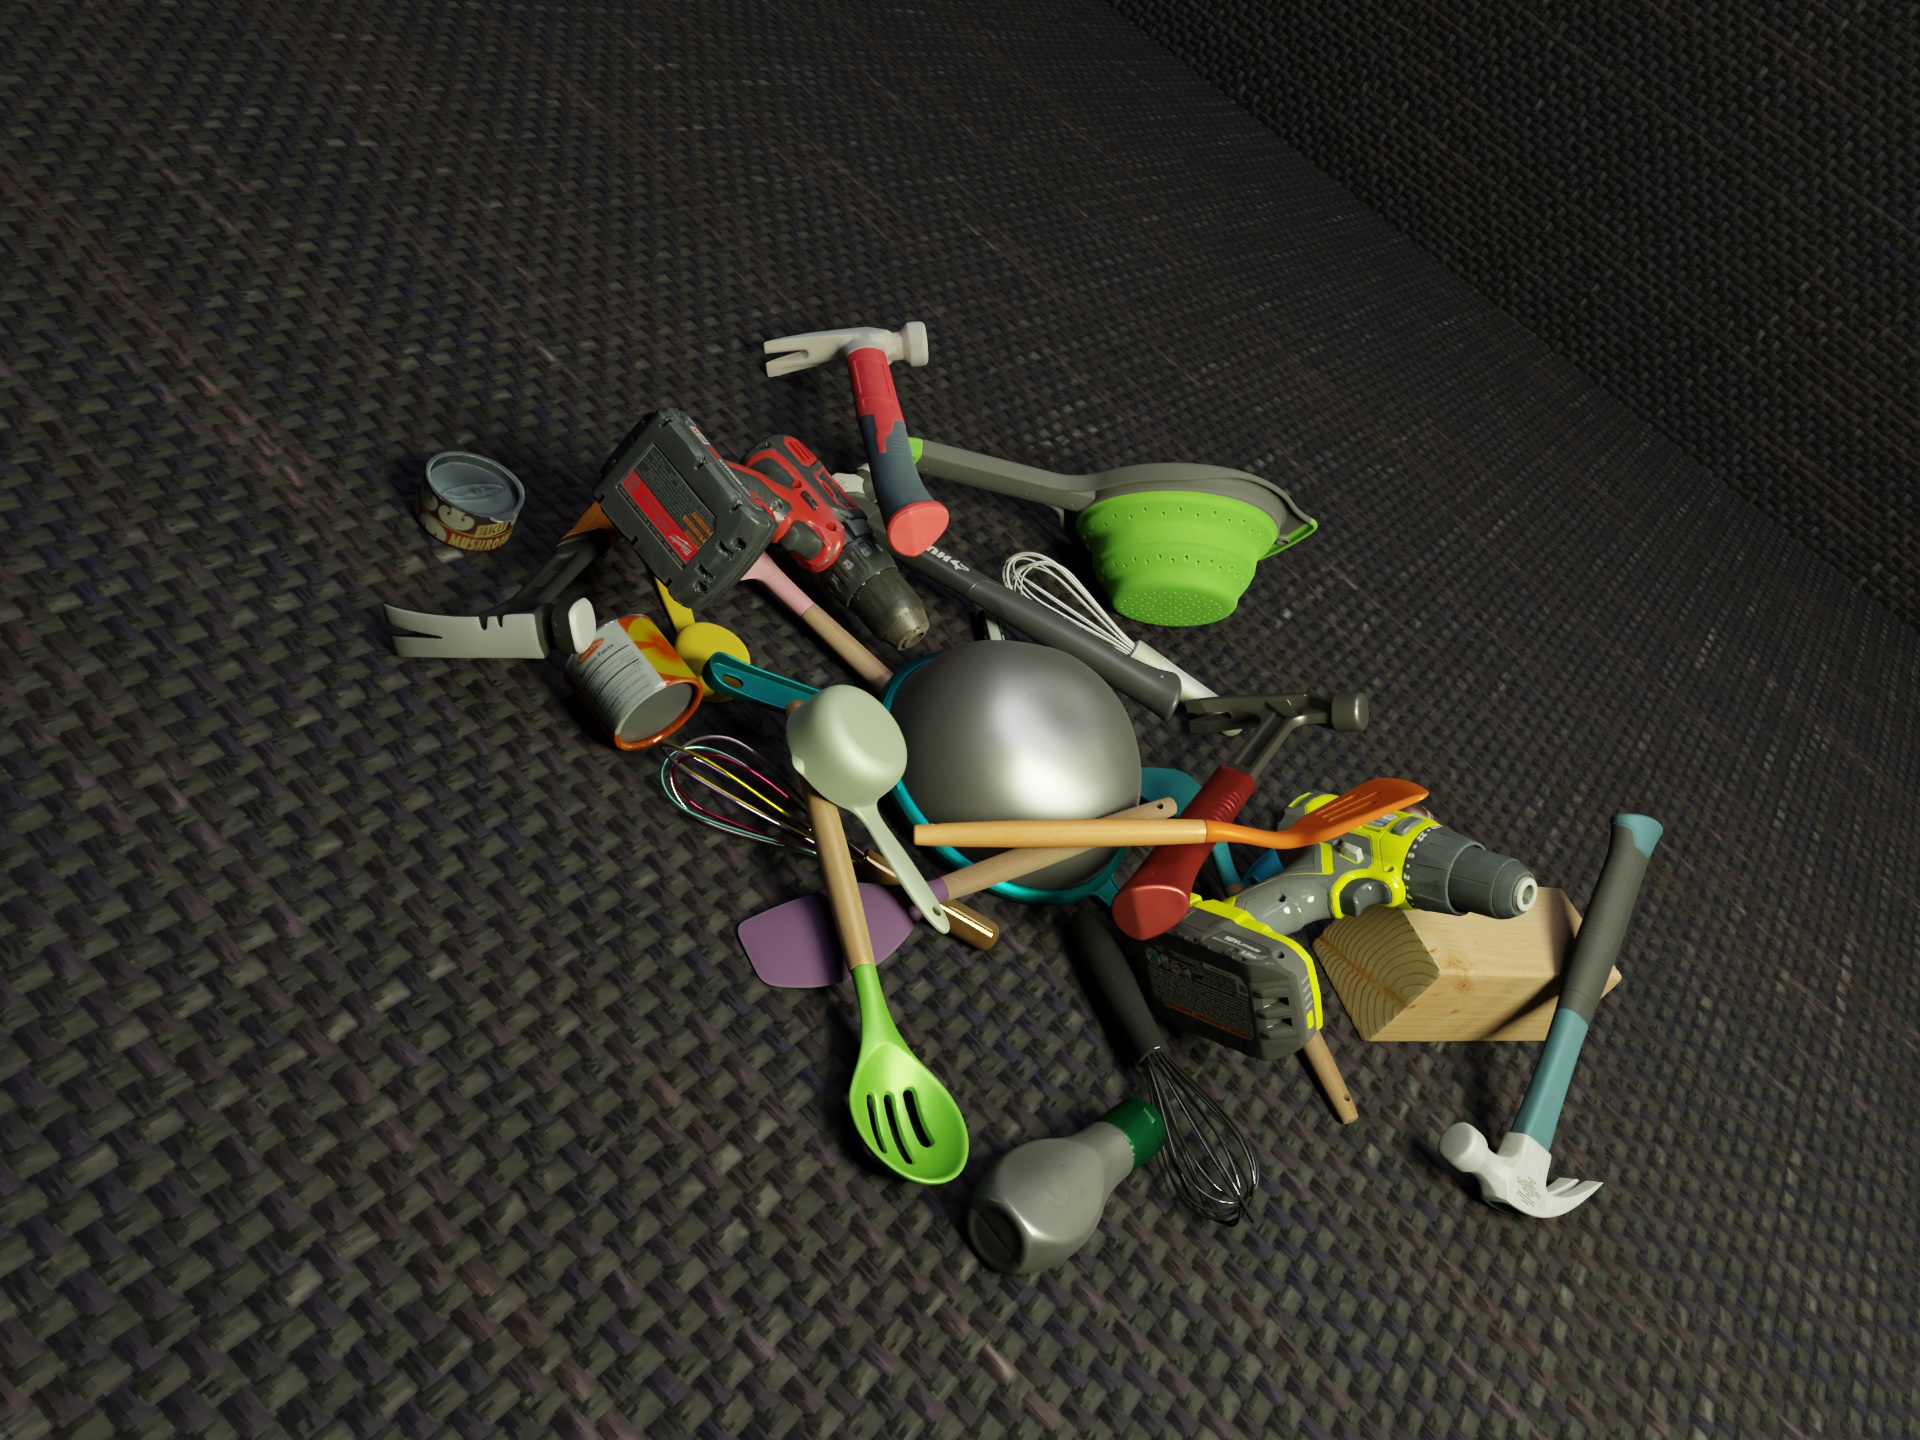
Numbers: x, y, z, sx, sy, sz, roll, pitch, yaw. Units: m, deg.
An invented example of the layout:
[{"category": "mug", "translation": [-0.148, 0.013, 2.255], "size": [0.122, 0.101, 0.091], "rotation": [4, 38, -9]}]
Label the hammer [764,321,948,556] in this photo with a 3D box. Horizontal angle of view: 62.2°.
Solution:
[{"category": "hammer", "translation": [-0.077, -0.229, 1.249], "size": [0.143, 0.038, 0.387], "rotation": [-7, 33, -4]}]

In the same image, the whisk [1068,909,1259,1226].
[{"category": "whisk", "translation": [0.123, 0.211, 0.999], "size": [0.055, 0.055, 0.239], "rotation": [6, 39, -34]}]

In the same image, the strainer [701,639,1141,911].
[{"category": "strainer", "translation": [-0.002, -0.003, 1.073], "size": [0.340, 0.095, 0.211], "rotation": [20, 46, -27]}]

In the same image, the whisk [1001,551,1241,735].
[{"category": "whisk", "translation": [0.137, -0.062, 1.327], "size": [0.246, 0.059, 0.058], "rotation": [35, 47, -8]}]

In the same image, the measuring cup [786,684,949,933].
[{"category": "measuring cup", "translation": [-0.043, 0.050, 0.965], "size": [0.168, 0.038, 0.083], "rotation": [57, 29, 12]}]

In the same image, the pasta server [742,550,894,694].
[{"category": "pasta server", "translation": [-0.095, -0.056, 1.154], "size": [0.316, 0.040, 0.060], "rotation": [43, 36, 5]}]

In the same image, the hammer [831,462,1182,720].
[{"category": "hammer", "translation": [0.024, -0.095, 1.247], "size": [0.335, 0.035, 0.146], "rotation": [31, 34, 10]}]

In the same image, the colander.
[{"category": "colander", "translation": [0.110, -0.154, 1.349], "size": [0.397, 0.204, 0.094], "rotation": [10, 74, -20]}]

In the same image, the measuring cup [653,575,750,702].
[{"category": "measuring cup", "translation": [-0.187, -0.078, 1.098], "size": [0.062, 0.029, 0.157], "rotation": [3, 47, -36]}]

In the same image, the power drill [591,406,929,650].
[{"category": "power drill", "translation": [-0.123, -0.123, 1.086], "size": [0.188, 0.080, 0.226], "rotation": [50, 20, 13]}]

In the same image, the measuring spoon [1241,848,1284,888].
[{"category": "measuring spoon", "translation": [0.251, 0.108, 1.249], "size": [0.042, 0.021, 0.128], "rotation": [45, 46, 14]}]

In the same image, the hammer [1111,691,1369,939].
[{"category": "hammer", "translation": [0.178, 0.055, 1.139], "size": [0.359, 0.149, 0.036], "rotation": [-40, 121, -55]}]

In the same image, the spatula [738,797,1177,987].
[{"category": "spatula", "translation": [0.011, 0.100, 0.997], "size": [0.316, 0.018, 0.060], "rotation": [-18, 62, -29]}]

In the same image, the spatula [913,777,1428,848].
[{"category": "spatula", "translation": [0.131, 0.062, 1.012], "size": [0.322, 0.041, 0.081], "rotation": [-1, 5, -5]}]

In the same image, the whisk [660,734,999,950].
[{"category": "whisk", "translation": [-0.081, 0.079, 0.991], "size": [0.245, 0.047, 0.051], "rotation": [31, 43, -11]}]

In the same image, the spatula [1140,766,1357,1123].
[{"category": "spatula", "translation": [0.204, 0.149, 1.155], "size": [0.082, 0.044, 0.318], "rotation": [2, 51, -35]}]

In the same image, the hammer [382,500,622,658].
[{"category": "hammer", "translation": [-0.253, -0.124, 1.071], "size": [0.127, 0.034, 0.337], "rotation": [0, 27, 11]}]

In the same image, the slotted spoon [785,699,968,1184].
[{"category": "slotted spoon", "translation": [-0.062, 0.122, 0.928], "size": [0.070, 0.031, 0.314], "rotation": [5, 55, -36]}]

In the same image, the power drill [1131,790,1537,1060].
[{"category": "power drill", "translation": [0.246, 0.128, 1.056], "size": [0.228, 0.080, 0.191], "rotation": [-28, 26, -32]}]

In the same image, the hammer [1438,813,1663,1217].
[{"category": "hammer", "translation": [0.442, 0.201, 1.140], "size": [0.128, 0.033, 0.331], "rotation": [41, 62, -20]}]
